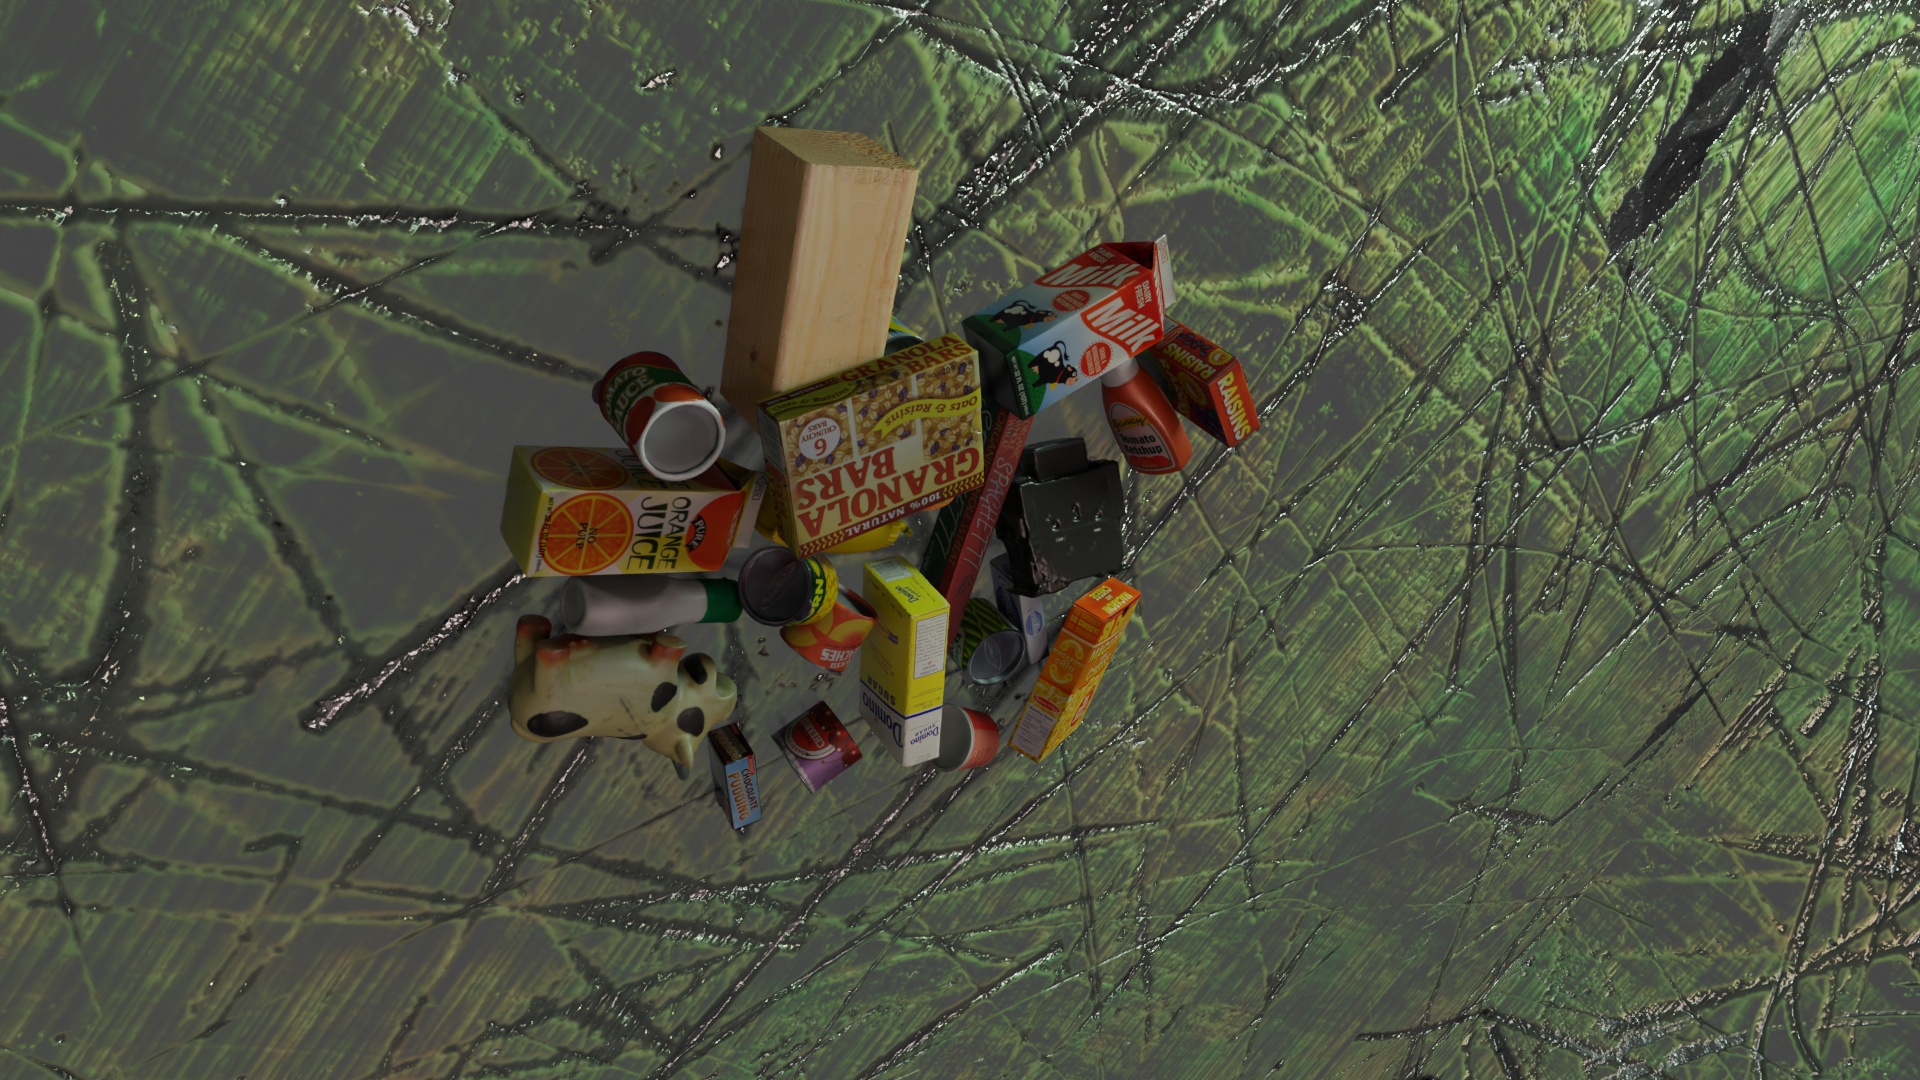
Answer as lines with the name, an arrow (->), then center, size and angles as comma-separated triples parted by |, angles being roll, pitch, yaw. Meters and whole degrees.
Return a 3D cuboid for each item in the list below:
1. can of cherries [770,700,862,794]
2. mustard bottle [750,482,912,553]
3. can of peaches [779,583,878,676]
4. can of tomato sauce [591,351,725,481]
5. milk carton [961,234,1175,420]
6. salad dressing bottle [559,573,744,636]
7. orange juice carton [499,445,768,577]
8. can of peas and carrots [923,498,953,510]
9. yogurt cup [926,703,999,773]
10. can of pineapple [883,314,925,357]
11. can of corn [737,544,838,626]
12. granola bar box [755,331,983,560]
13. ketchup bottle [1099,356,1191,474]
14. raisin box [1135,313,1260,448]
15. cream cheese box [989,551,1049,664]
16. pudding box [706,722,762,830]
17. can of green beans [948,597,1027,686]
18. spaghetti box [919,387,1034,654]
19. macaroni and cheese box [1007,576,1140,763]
can of cherries -> -0.132, 0.187, 1.269 | 0.058, 0.072, 0.071 | -34, 134, -12
mustard bottle -> -0.099, -0.018, 1.157 | 0.160, 0.065, 0.048 | 6, 115, -46
can of peaches -> -0.112, 0.074, 1.202 | 0.071, 0.071, 0.058 | 26, 102, -44
can of tomato sauce -> -0.217, -0.090, 1.001 | 0.071, 0.083, 0.070 | -19, 130, -25
milk carton -> 0.104, -0.188, 1.175 | 0.191, 0.073, 0.072 | -31, 133, -16
salad dressing bottle -> -0.241, 0.049, 1.101 | 0.148, 0.064, 0.044 | 1, 110, -45
orange juice carton -> -0.237, -0.022, 1.042 | 0.193, 0.073, 0.071 | -1, 120, -36
can of peas and carrots -> -0.032, -0.067, 1.166 | 0.071, 0.071, 0.058 | -14, 128, -28
yogurt cup -> 0.002, 0.196, 1.378 | 0.054, 0.072, 0.072 | 12, 112, -50
can of pineapple -> -0.061, -0.142, 1.097 | 0.071, 0.058, 0.070 | -19, 130, -25
can of corn -> -0.139, 0.039, 1.146 | 0.071, 0.071, 0.058 | -55, 164, 8
granola bar box -> -0.062, -0.070, 1.031 | 0.166, 0.039, 0.123 | -23, 132, -23
ketchup bottle -> 0.160, -0.126, 1.272 | 0.044, 0.064, 0.148 | -58, 134, -31
raisin box -> 0.207, -0.147, 1.244 | 0.040, 0.124, 0.085 | -37, 134, -8
cream cheese box -> 0.057, 0.065, 1.332 | 0.024, 0.053, 0.103 | -28, 132, -20
pudding box -> -0.203, 0.212, 1.247 | 0.030, 0.050, 0.083 | -17, 128, -24
can of green beans -> 0.020, 0.096, 1.324 | 0.071, 0.058, 0.071 | -19, 130, -25
spaghetti box -> 0.004, -0.016, 1.240 | 0.029, 0.050, 0.249 | 0, 119, -37
macaroni and cheese box -> 0.116, 0.128, 1.391 | 0.124, 0.040, 0.165 | -24, 141, -64
